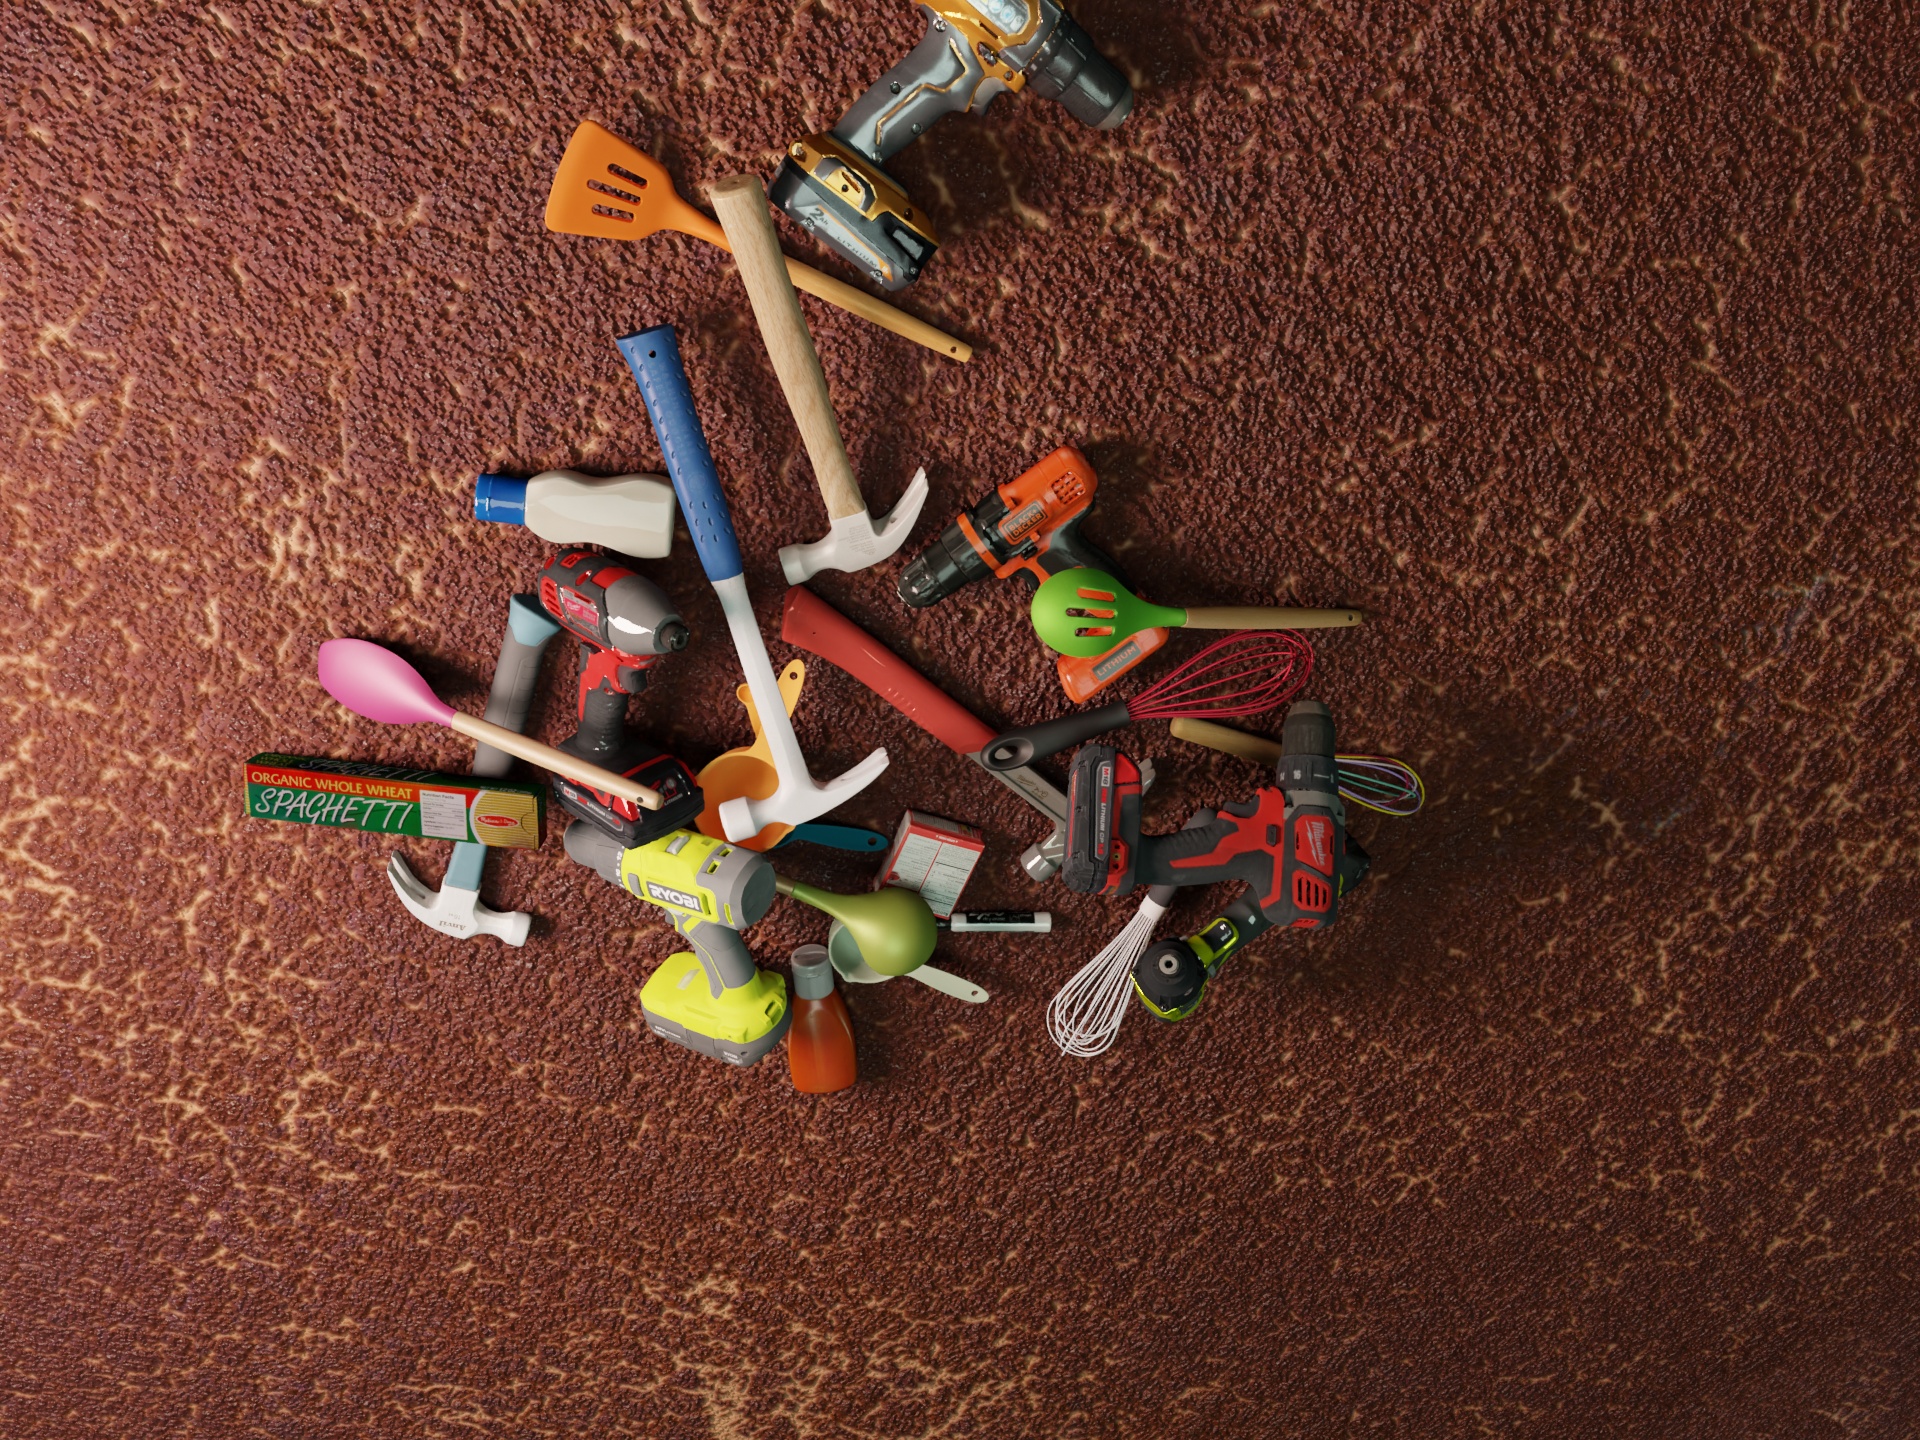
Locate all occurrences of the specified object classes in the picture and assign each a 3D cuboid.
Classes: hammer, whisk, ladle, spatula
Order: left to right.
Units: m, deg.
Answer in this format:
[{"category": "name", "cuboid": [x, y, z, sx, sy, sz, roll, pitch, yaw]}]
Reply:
[{"category": "hammer", "cuboid": [-0.392, 0.045, 1.332, 0.128, 0.033, 0.331, 15, 116, -16]}, {"category": "hammer", "cuboid": [-0.171, -0.103, 1.225, 0.144, 0.035, 0.405, -18, 112, -4]}, {"category": "ladle", "cuboid": [-0.170, 0.139, 1.385, 0.320, 0.062, 0.078, 22, 71, -2]}, {"category": "spatula", "cuboid": [-0.135, -0.329, 1.152, 0.322, 0.041, 0.081, 21, 113, -18]}, {"category": "hammer", "cuboid": [-0.111, -0.243, 1.166, 0.130, 0.031, 0.331, -17, 134, 0]}, {"category": "hammer", "cuboid": [-0.002, -0.004, 1.349, 0.358, 0.037, 0.149, 38, 108, -24]}, {"category": "whisk", "cuboid": [0.163, 0.199, 1.471, 0.070, 0.070, 0.284, 22, 110, -18]}, {"category": "whisk", "cuboid": [0.157, -0.012, 1.334, 0.296, 0.073, 0.073, -18, 119, -3]}, {"category": "whisk", "cuboid": [0.301, 0.034, 1.409, 0.245, 0.051, 0.047, 16, 95, -11]}]

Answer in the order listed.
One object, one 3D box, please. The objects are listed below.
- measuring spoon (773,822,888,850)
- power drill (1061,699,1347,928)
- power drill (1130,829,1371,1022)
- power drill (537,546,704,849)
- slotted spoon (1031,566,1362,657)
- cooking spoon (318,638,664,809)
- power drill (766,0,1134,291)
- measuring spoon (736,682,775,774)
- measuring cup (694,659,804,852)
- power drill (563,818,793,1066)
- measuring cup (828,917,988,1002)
[{"category": "measuring spoon", "cuboid": [-0.126, 0.096, 1.405, 0.128, 0.021, 0.042, 11, 106, -23]}, {"category": "power drill", "cuboid": [0.203, 0.067, 1.300, 0.226, 0.080, 0.188, 6, 76, -2]}, {"category": "power drill", "cuboid": [0.246, 0.172, 1.386, 0.223, 0.080, 0.171, -39, 162, -5]}, {"category": "power drill", "cuboid": [-0.263, -0.017, 1.251, 0.078, 0.143, 0.219, -30, 134, -42]}, {"category": "slotted spoon", "cuboid": [0.201, -0.086, 1.285, 0.313, 0.031, 0.070, -1, 95, -27]}, {"category": "cooking spoon", "cuboid": [-0.374, 0.008, 1.247, 0.319, 0.017, 0.068, 20, 118, 13]}, {"category": "power drill", "cuboid": [-0.005, -0.411, 1.104, 0.185, 0.084, 0.226, 32, 106, -23]}, {"category": "measuring spoon", "cuboid": [-0.163, 0.014, 1.357, 0.021, 0.011, 0.116, -12, 123, 12]}, {"category": "measuring cup", "cuboid": [-0.163, 0.027, 1.335, 0.095, 0.052, 0.173, 23, 98, 1]}, {"category": "power drill", "cuboid": [-0.238, 0.180, 1.364, 0.191, 0.080, 0.228, 13, 133, 24]}, {"category": "measuring cup", "cuboid": [-0.046, 0.217, 1.467, 0.167, 0.038, 0.083, 27, 112, -22]}]
